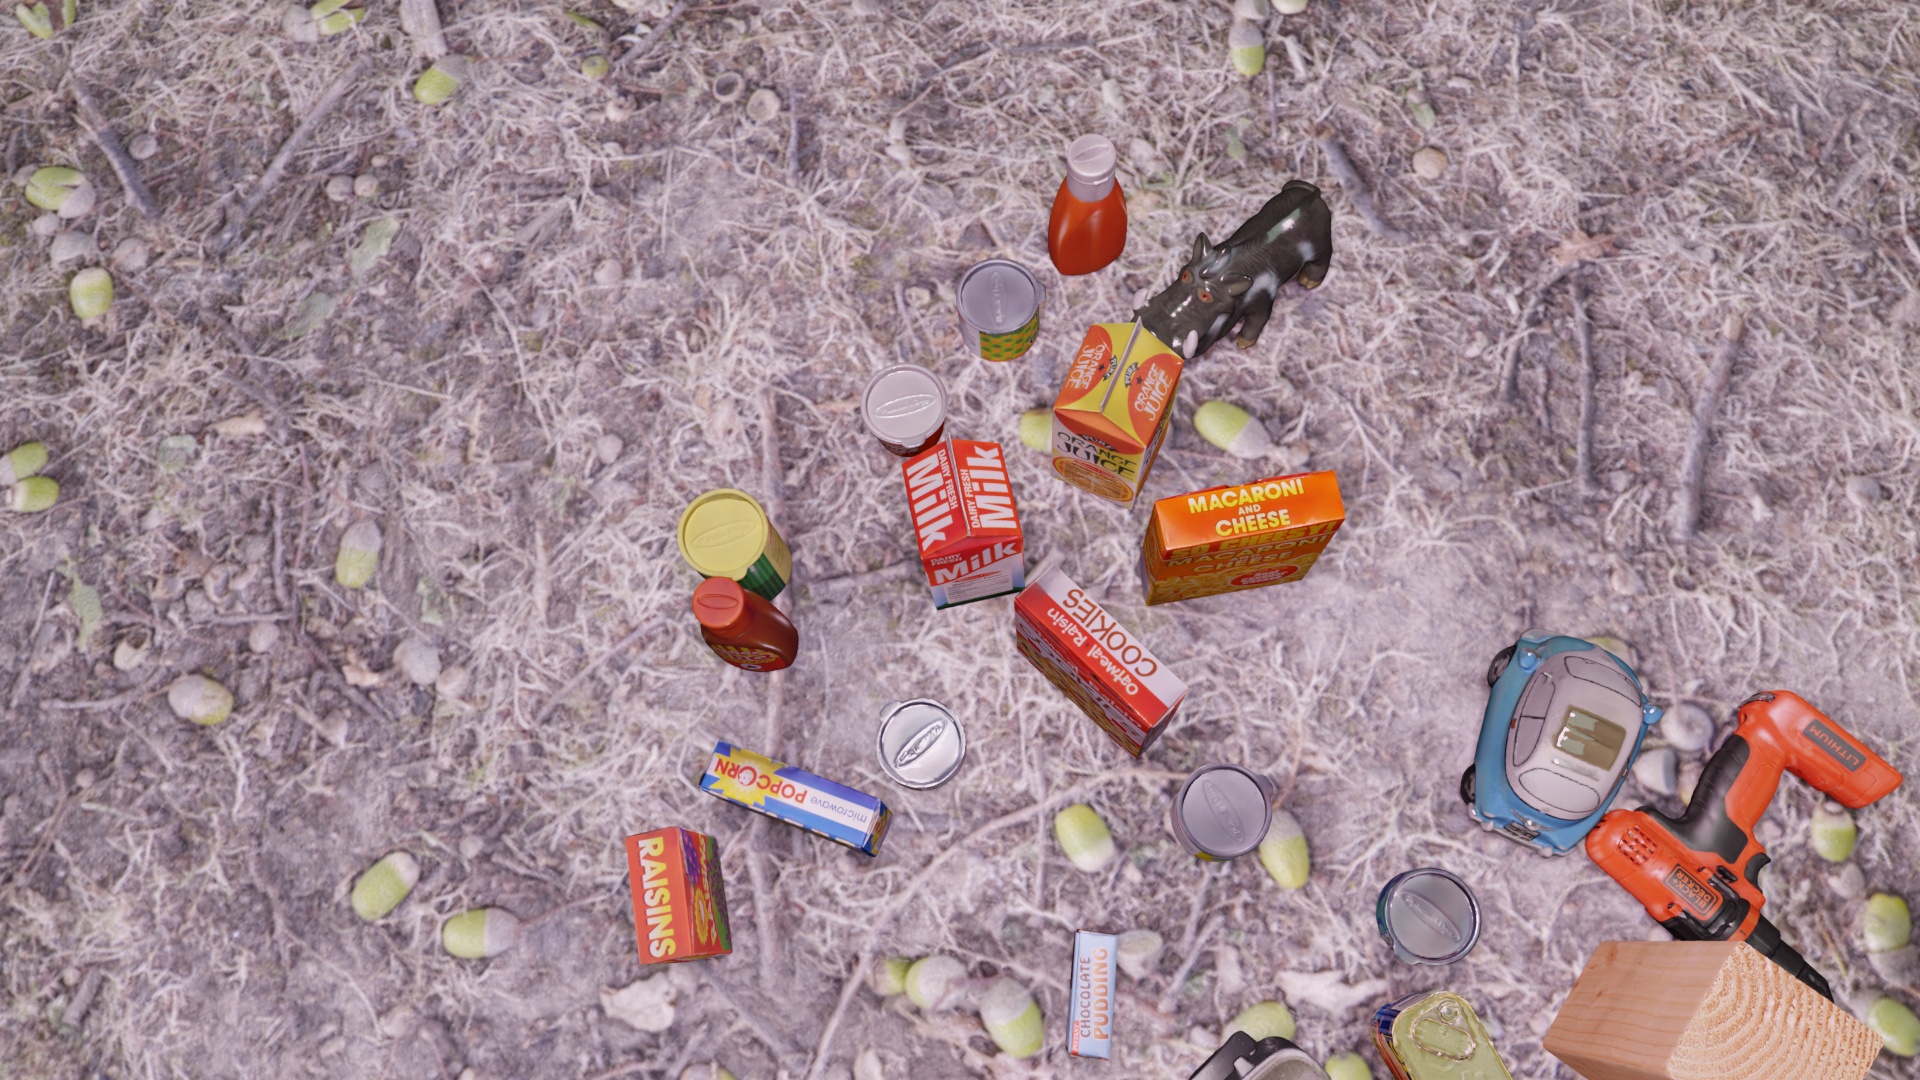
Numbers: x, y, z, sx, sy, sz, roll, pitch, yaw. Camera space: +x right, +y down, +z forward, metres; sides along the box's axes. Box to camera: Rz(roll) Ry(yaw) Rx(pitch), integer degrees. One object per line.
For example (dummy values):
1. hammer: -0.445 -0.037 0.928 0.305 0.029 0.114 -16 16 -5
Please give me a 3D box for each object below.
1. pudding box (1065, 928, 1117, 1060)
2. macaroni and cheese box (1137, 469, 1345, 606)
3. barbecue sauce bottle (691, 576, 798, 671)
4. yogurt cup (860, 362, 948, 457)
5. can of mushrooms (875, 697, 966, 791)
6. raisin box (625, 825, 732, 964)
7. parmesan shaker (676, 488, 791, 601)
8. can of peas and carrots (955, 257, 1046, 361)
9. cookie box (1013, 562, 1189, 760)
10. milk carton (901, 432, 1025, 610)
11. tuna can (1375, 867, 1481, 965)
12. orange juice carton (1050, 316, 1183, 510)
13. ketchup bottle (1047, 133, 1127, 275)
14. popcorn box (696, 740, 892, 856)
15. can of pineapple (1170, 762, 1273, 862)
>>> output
1. pudding box: 0.091 0.314 0.966 0.030 0.049 0.084 5 74 5
2. macaroni and cheese box: 0.195 0.001 0.994 0.124 0.166 0.040 -10 74 0
3. barbecue sauce bottle: -0.159 0.060 1.004 0.065 0.148 0.044 5 74 5
4. yogurt cup: -0.042 -0.100 1.095 0.072 0.053 0.072 -1 73 3
5. can of mushrooms: -0.030 0.150 1.030 0.071 0.033 0.071 -1 73 3
6. raisin box: -0.193 0.248 0.962 0.040 0.123 0.086 -11 73 0
7. parmesan shaker: -0.167 0.010 1.043 0.071 0.103 0.071 -1 74 3
8. can of peas and carrots: 0.033 -0.184 1.114 0.071 0.058 0.071 -1 74 3
9. cookie box: 0.094 0.090 0.972 0.123 0.167 0.040 43 80 13
10. milk carton: 0.004 -0.012 0.995 0.073 0.190 0.072 -13 74 0
11. tuna can: 0.327 0.266 0.976 0.071 0.032 0.071 -1 73 3
12. orange juice carton: 0.112 -0.093 1.013 0.073 0.192 0.072 23 76 9
13. ketchup bottle: 0.101 -0.261 1.087 0.065 0.148 0.043 -22 74 -3
14. popcorn box: -0.116 0.186 0.997 0.127 0.085 0.038 19 76 8
15. can of pineapple: 0.187 0.195 0.992 0.071 0.057 0.071 -1 74 3
